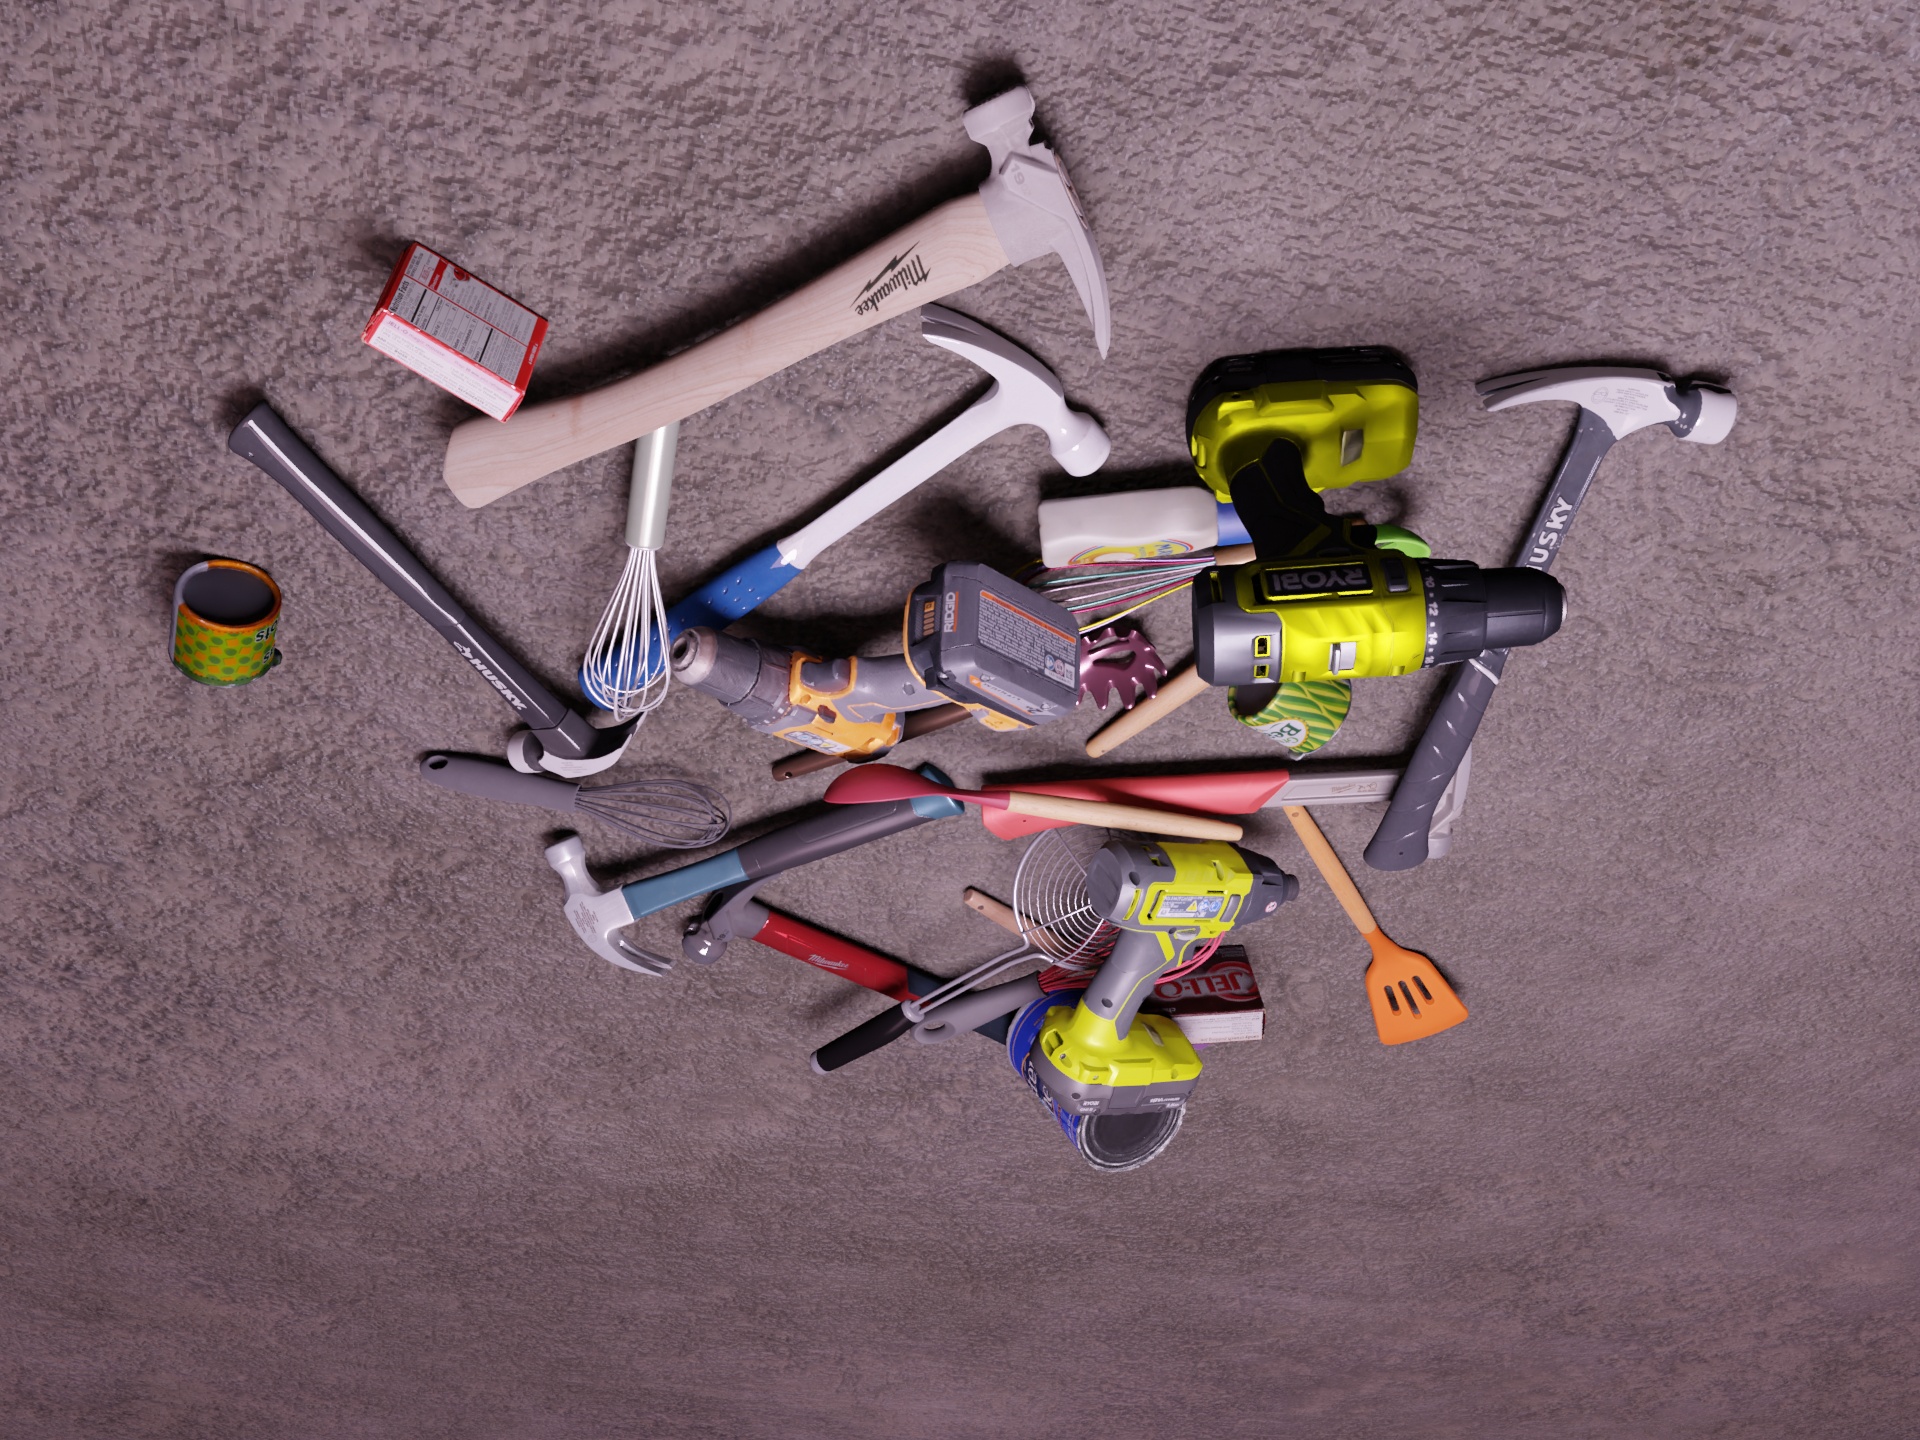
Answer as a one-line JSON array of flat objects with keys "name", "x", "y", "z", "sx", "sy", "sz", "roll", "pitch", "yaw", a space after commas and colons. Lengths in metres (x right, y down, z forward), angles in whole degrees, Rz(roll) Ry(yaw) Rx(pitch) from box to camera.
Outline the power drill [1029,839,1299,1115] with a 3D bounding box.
[{"name": "power drill", "x": 0.154, "y": 0.192, "z": 1.211, "sx": 0.171, "sy": 0.080, "sz": 0.223, "roll": 5, "pitch": 120, "yaw": -27}]

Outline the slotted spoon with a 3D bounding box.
[{"name": "slotted spoon", "x": 0.188, "y": -0.050, "z": 1.085, "sx": 0.070, "sy": 0.031, "sz": 0.313, "roll": 9, "pitch": 147, "yaw": -37}]

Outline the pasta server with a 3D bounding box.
[{"name": "pasta server", "x": -0.002, "y": -0.004, "z": 1.147, "sx": 0.316, "sy": 0.040, "sz": 0.060, "roll": -19, "pitch": 121, "yaw": 20}]

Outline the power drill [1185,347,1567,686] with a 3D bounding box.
[{"name": "power drill", "x": 0.219, "y": -0.113, "z": 0.893, "sx": 0.190, "sy": 0.229, "sz": 0.080, "roll": -4, "pitch": 136, "yaw": 4}]

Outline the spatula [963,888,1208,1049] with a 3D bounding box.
[{"name": "spatula", "x": 0.123, "y": 0.216, "z": 1.388, "sx": 0.315, "sy": 0.018, "sz": 0.059, "roll": 32, "pitch": 115, "yaw": -29}]

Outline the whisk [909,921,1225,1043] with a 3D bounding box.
[{"name": "whisk", "x": 0.086, "y": 0.214, "z": 1.333, "sx": 0.296, "sy": 0.073, "sz": 0.073, "roll": -24, "pitch": 131, "yaw": 18}]

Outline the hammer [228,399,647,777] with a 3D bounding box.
[{"name": "hammer", "x": -0.345, "y": -0.078, "z": 1.051, "sx": 0.146, "sy": 0.035, "sz": 0.334, "roll": -4, "pitch": 137, "yaw": 40}]

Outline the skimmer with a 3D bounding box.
[{"name": "skimmer", "x": 0.010, "y": 0.197, "z": 1.318, "sx": 0.363, "sy": 0.090, "sz": 0.127, "roll": -34, "pitch": 110, "yaw": 32}]

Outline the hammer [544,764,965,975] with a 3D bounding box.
[{"name": "hammer", "x": -0.156, "y": 0.105, "z": 1.237, "sx": 0.331, "sy": 0.033, "sz": 0.128, "roll": -20, "pitch": 97, "yaw": 12}]

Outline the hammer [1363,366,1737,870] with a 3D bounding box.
[{"name": "hammer", "x": 0.352, "y": -0.051, "z": 1.063, "sx": 0.149, "sy": 0.036, "sz": 0.408, "roll": 9, "pitch": 128, "yaw": -6}]

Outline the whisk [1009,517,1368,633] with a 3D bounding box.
[{"name": "whisk", "x": 0.146, "y": -0.102, "z": 1.045, "sx": 0.245, "sy": 0.047, "sz": 0.051, "roll": -12, "pitch": 147, "yaw": 6}]

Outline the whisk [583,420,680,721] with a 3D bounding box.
[{"name": "whisk", "x": -0.201, "y": -0.107, "z": 1.007, "sx": 0.058, "sy": 0.059, "sz": 0.246, "roll": 14, "pitch": 119, "yaw": -1}]

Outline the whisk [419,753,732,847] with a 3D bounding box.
[{"name": "whisk", "x": -0.290, "y": 0.055, "z": 1.199, "sx": 0.239, "sy": 0.055, "sz": 0.055, "roll": 11, "pitch": 135, "yaw": 0}]

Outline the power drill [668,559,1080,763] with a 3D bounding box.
[{"name": "power drill", "x": -0.060, "y": -0.036, "z": 1.030, "sx": 0.226, "sy": 0.084, "sz": 0.185, "roll": -14, "pitch": 154, "yaw": 39}]

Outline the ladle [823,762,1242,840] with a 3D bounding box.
[{"name": "ladle", "x": 0.058, "y": 0.062, "z": 1.141, "sx": 0.315, "sy": 0.069, "sz": 0.031, "roll": 8, "pitch": 95, "yaw": -15}]

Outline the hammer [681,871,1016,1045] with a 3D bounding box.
[{"name": "hammer", "x": -0.039, "y": 0.222, "z": 1.381, "sx": 0.386, "sy": 0.038, "sz": 0.143, "roll": 27, "pitch": 128, "yaw": -25}]

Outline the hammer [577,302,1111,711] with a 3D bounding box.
[{"name": "hammer", "x": -0.106, "y": -0.117, "z": 1.031, "sx": 0.405, "sy": 0.035, "sz": 0.144, "roll": -30, "pitch": 129, "yaw": 28}]

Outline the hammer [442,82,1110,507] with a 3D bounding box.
[{"name": "hammer", "x": -0.118, "y": -0.201, "z": 0.905, "sx": 0.410, "sy": 0.038, "sz": 0.146, "roll": -20, "pitch": 110, "yaw": 20}]

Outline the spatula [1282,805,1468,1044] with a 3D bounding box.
[{"name": "spatula", "x": 0.332, "y": 0.165, "z": 1.317, "sx": 0.081, "sy": 0.041, "sz": 0.322, "roll": -24, "pitch": 130, "yaw": 19}]

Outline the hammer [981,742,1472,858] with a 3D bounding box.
[{"name": "hammer", "x": 0.194, "y": 0.047, "z": 1.186, "sx": 0.359, "sy": 0.037, "sz": 0.149, "roll": -3, "pitch": 127, "yaw": 3}]
